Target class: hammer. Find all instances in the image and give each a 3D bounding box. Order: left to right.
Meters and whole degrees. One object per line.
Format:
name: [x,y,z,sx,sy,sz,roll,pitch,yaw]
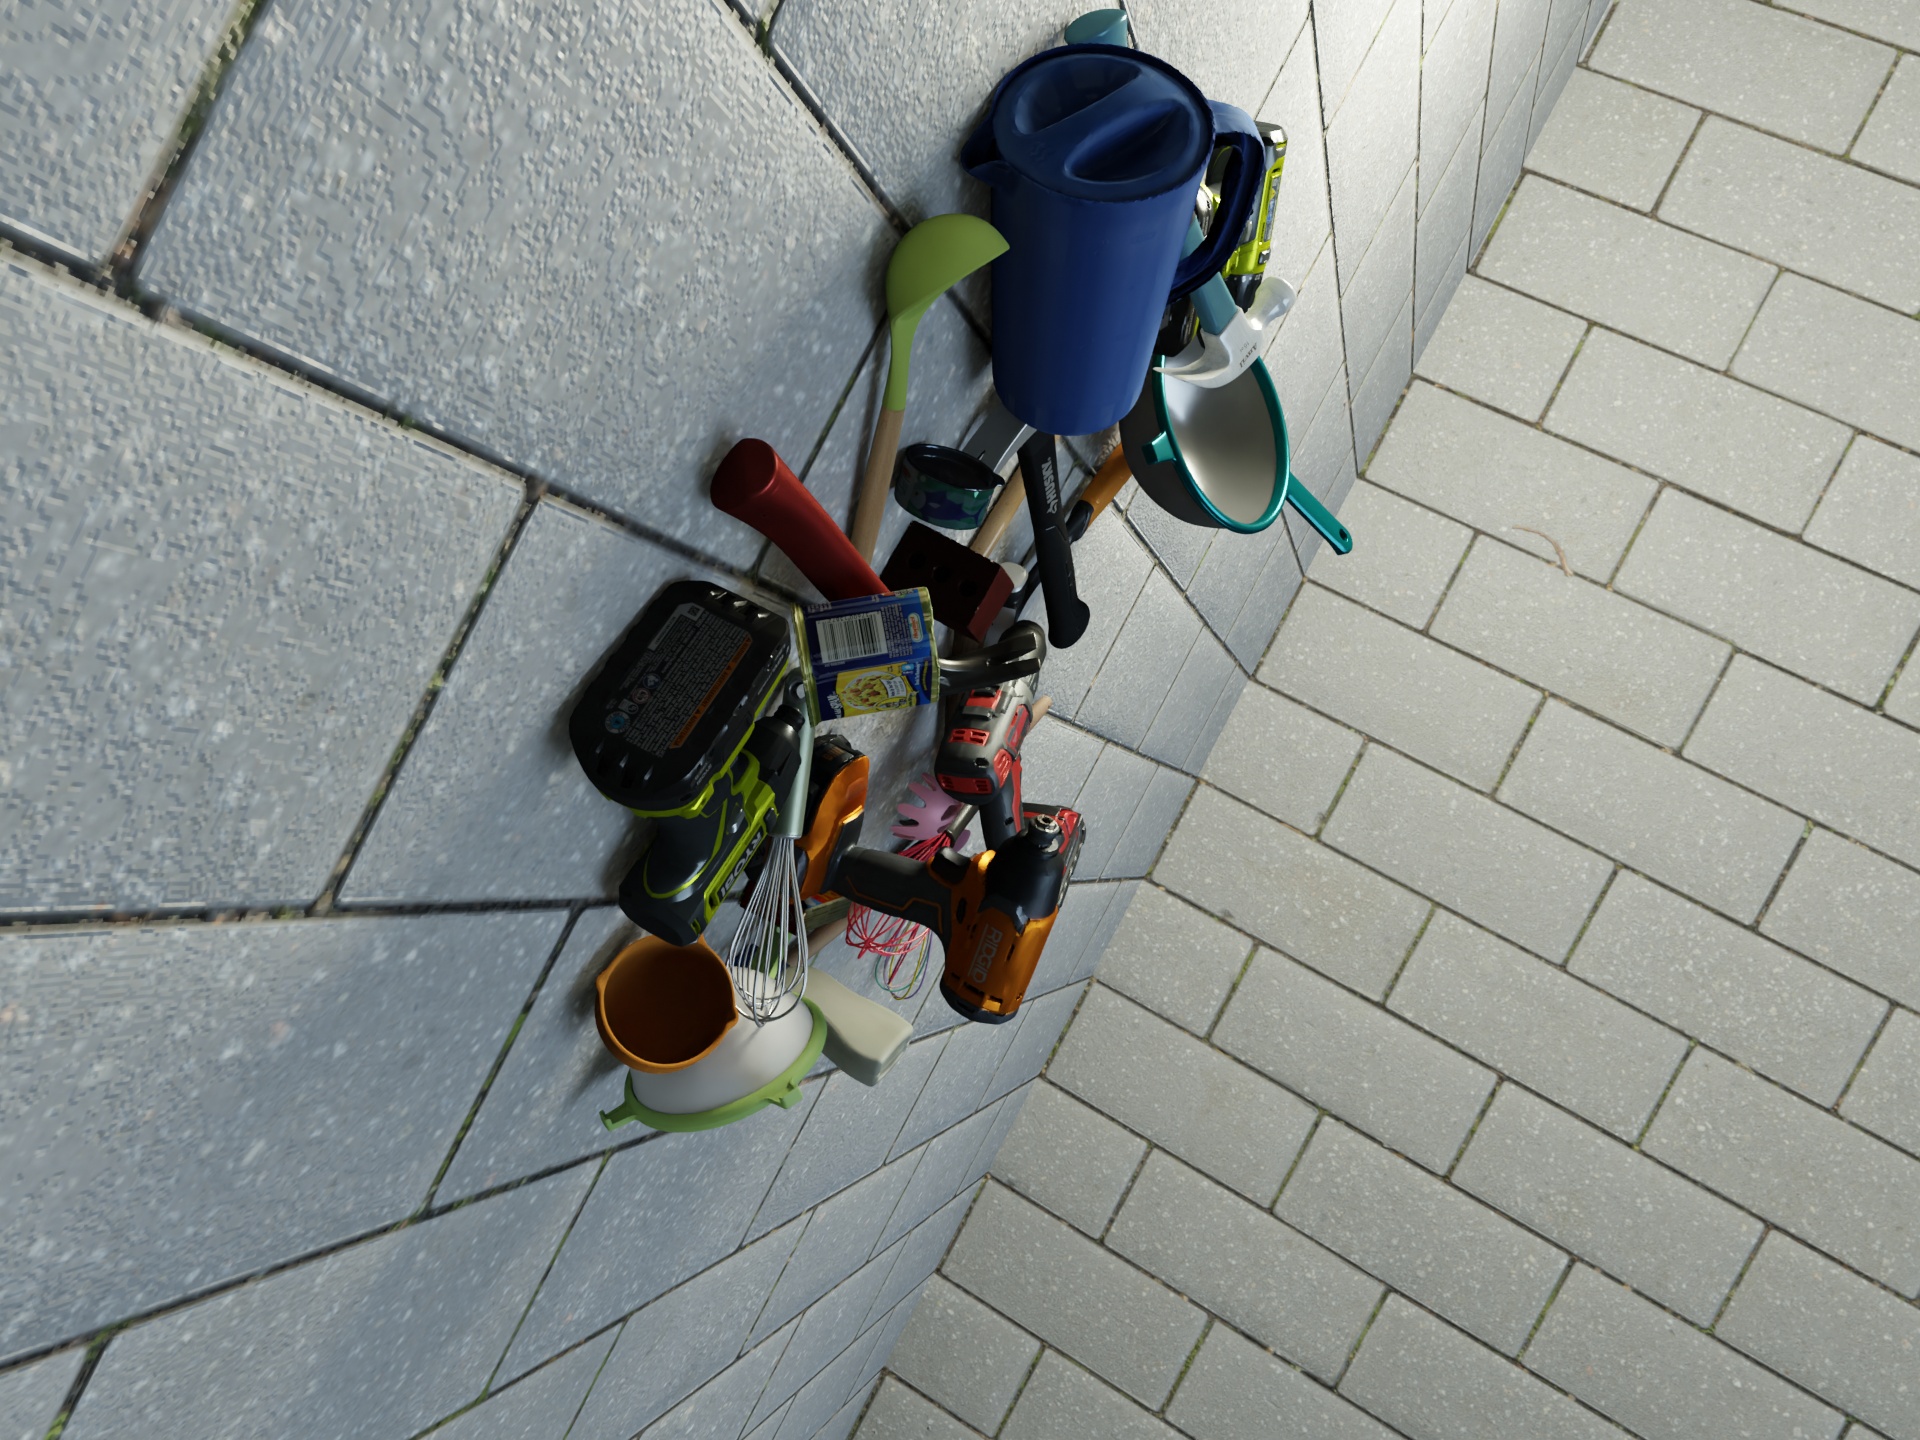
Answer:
hammer: [-0.057,-0.083,1.003,0.358,0.149,0.037,50,29,-67]
hammer: [-0.002,-0.005,1.430,0.130,0.031,0.331,-51,161,-35]
hammer: [0.069,-0.153,1.293,0.146,0.035,0.334,-45,154,-15]
hammer: [0.122,-0.196,1.488,0.337,0.034,0.127,-53,161,-28]
hammer: [0.148,-0.356,1.106,0.128,0.033,0.330,-53,142,-8]

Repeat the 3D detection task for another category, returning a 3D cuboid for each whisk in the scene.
whisk: [-0.121,0.085,1.079,0.059,0.058,0.246,16,81,-81]
whisk: [-0.034,0.178,1.636,0.047,0.051,0.245,-83,-168,-75]
whisk: [-0.022,0.115,1.405,0.296,0.073,0.073,-52,163,-52]

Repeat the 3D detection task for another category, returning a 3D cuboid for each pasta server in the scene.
pasta server: [0.021,0.034,1.464,0.316,0.040,0.060,-43,155,-59]

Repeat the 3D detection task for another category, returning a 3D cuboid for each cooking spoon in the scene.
cooking spoon: [0.065,-0.219,1.301,0.319,0.017,0.068,-59,163,-9]

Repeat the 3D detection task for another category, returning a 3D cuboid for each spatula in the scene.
spatula: [-0.085,0.164,1.445,0.316,0.060,0.018,-35,118,-50]

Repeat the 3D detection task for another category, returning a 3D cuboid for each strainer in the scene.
strainer: [-0.166,0.192,1.169,0.256,0.151,0.069,-71,147,-60]
strainer: [0.248,-0.236,1.491,0.340,0.095,0.211,33,57,-40]

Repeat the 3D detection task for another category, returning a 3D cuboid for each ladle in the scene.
ladle: [-0.037,-0.171,1.003,0.078,0.062,0.320,-45,160,-44]

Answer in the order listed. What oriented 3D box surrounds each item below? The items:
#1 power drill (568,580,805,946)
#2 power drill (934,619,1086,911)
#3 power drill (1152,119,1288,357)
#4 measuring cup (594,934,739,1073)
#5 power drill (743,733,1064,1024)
power drill: [-0.149,0.022,0.946,0.171,0.080,0.223,-59,168,-24]
power drill: [0.048,0.043,1.384,0.226,0.080,0.188,73,30,-42]
power drill: [0.193,-0.373,1.290,0.228,0.080,0.190,-40,142,-50]
measuring cup: [-0.189,0.151,1.064,0.052,0.095,0.174,132,-27,-60]
power drill: [-0.033,0.100,1.148,0.084,0.226,0.164,-35,149,-58]
